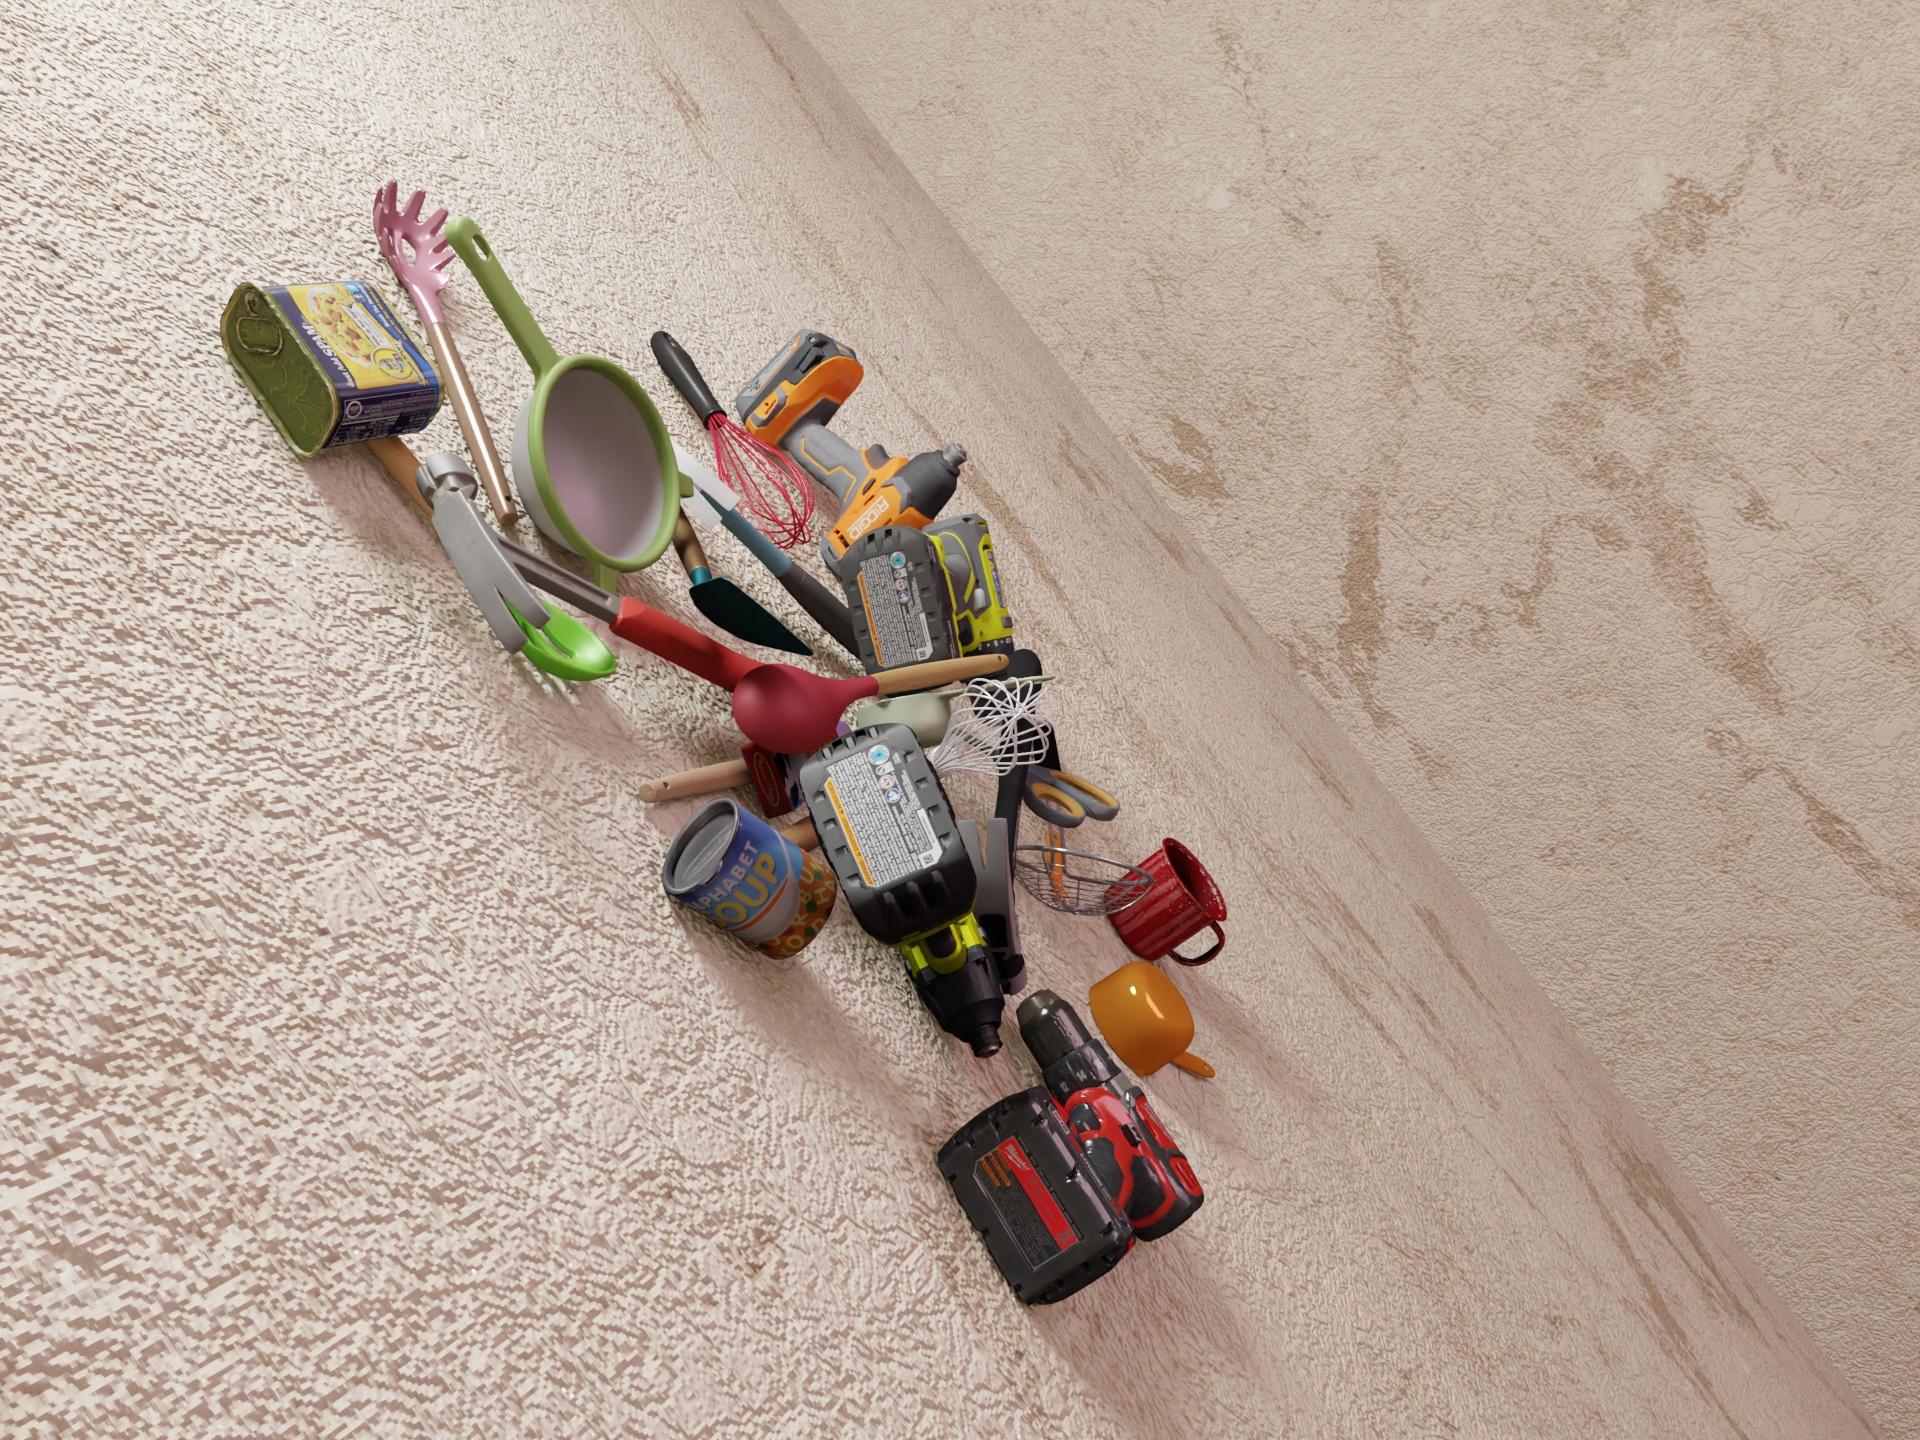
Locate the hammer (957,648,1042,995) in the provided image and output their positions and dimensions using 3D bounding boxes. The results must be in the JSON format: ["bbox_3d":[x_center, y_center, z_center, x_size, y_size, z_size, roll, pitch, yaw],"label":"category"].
[{"bbox_3d":[0.039,0.047,1.259,0.335,0.035,0.146,-80,164,-53],"label":"hammer"}]

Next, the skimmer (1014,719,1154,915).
[{"bbox_3d":[0.096,0.066,1.448,0.127,0.090,0.364,13,26,-8],"label":"skimmer"}]

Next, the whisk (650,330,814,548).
[{"bbox_3d":[-0.208,-0.253,1.405,0.073,0.073,0.296,21,29,-55],"label":"whisk"}]

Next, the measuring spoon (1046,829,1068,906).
[{"bbox_3d":[0.089,0.129,1.435,0.021,0.011,0.117,44,21,-20],"label":"measuring spoon"}]

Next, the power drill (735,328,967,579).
[{"bbox_3d":[-0.098,-0.258,1.491,0.227,0.164,0.084,56,21,21],"label":"power drill"}]

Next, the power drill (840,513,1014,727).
[{"bbox_3d":[-0.012,-0.082,1.362,0.228,0.080,0.190,-14,91,-70],"label":"power drill"}]

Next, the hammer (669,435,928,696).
[{"bbox_3d":[-0.138,-0.118,1.301,0.330,0.033,0.128,44,0,-34],"label":"hammer"}]

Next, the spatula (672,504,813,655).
[{"bbox_3d":[-0.181,-0.119,1.139,0.082,0.044,0.318,41,7,-32],"label":"spatula"}]

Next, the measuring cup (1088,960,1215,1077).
[{"bbox_3d":[0.181,0.261,1.343,0.173,0.052,0.095,32,27,-38],"label":"measuring cup"}]

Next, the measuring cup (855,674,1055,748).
[{"bbox_3d":[-0.002,-0.004,1.260,0.083,0.167,0.038,11,69,-69],"label":"measuring cup"}]

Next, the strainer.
[{"bbox_3d":[-0.285,-0.211,1.067,0.256,0.069,0.152,62,32,-30],"label":"strainer"}]

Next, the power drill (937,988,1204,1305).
[{"bbox_3d":[0.070,0.272,1.054,0.188,0.080,0.226,57,17,15],"label":"power drill"}]

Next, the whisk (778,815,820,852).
[{"bbox_3d":[-0.092,0.075,1.103,0.051,0.047,0.245,41,23,8],"label":"whisk"}]

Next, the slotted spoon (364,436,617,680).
[{"bbox_3d":[-0.327,-0.139,0.981,0.314,0.031,0.070,49,19,1],"label":"slotted spoon"}]

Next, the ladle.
[{"bbox_3d":[-0.050,-0.027,1.159,0.315,0.031,0.069,-14,68,-56],"label":"ladle"}]

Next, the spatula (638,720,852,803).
[{"bbox_3d":[-0.133,0.034,1.110,0.060,0.018,0.316,62,20,7],"label":"spatula"}]

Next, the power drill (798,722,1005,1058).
[{"bbox_3d":[-0.025,0.114,1.022,0.223,0.080,0.171,70,-5,-60],"label":"power drill"}]

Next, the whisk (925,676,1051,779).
[{"bbox_3d":[-0.003,0.024,1.145,0.070,0.070,0.284,50,-22,-2],"label":"whisk"}]

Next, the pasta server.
[{"bbox_3d":[-0.357,-0.261,1.116,0.060,0.040,0.316,6,48,-47],"label":"pasta server"}]

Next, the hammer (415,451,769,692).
[{"bbox_3d":[-0.194,-0.052,1.030,0.149,0.036,0.358,53,11,29],"label":"hammer"}]
